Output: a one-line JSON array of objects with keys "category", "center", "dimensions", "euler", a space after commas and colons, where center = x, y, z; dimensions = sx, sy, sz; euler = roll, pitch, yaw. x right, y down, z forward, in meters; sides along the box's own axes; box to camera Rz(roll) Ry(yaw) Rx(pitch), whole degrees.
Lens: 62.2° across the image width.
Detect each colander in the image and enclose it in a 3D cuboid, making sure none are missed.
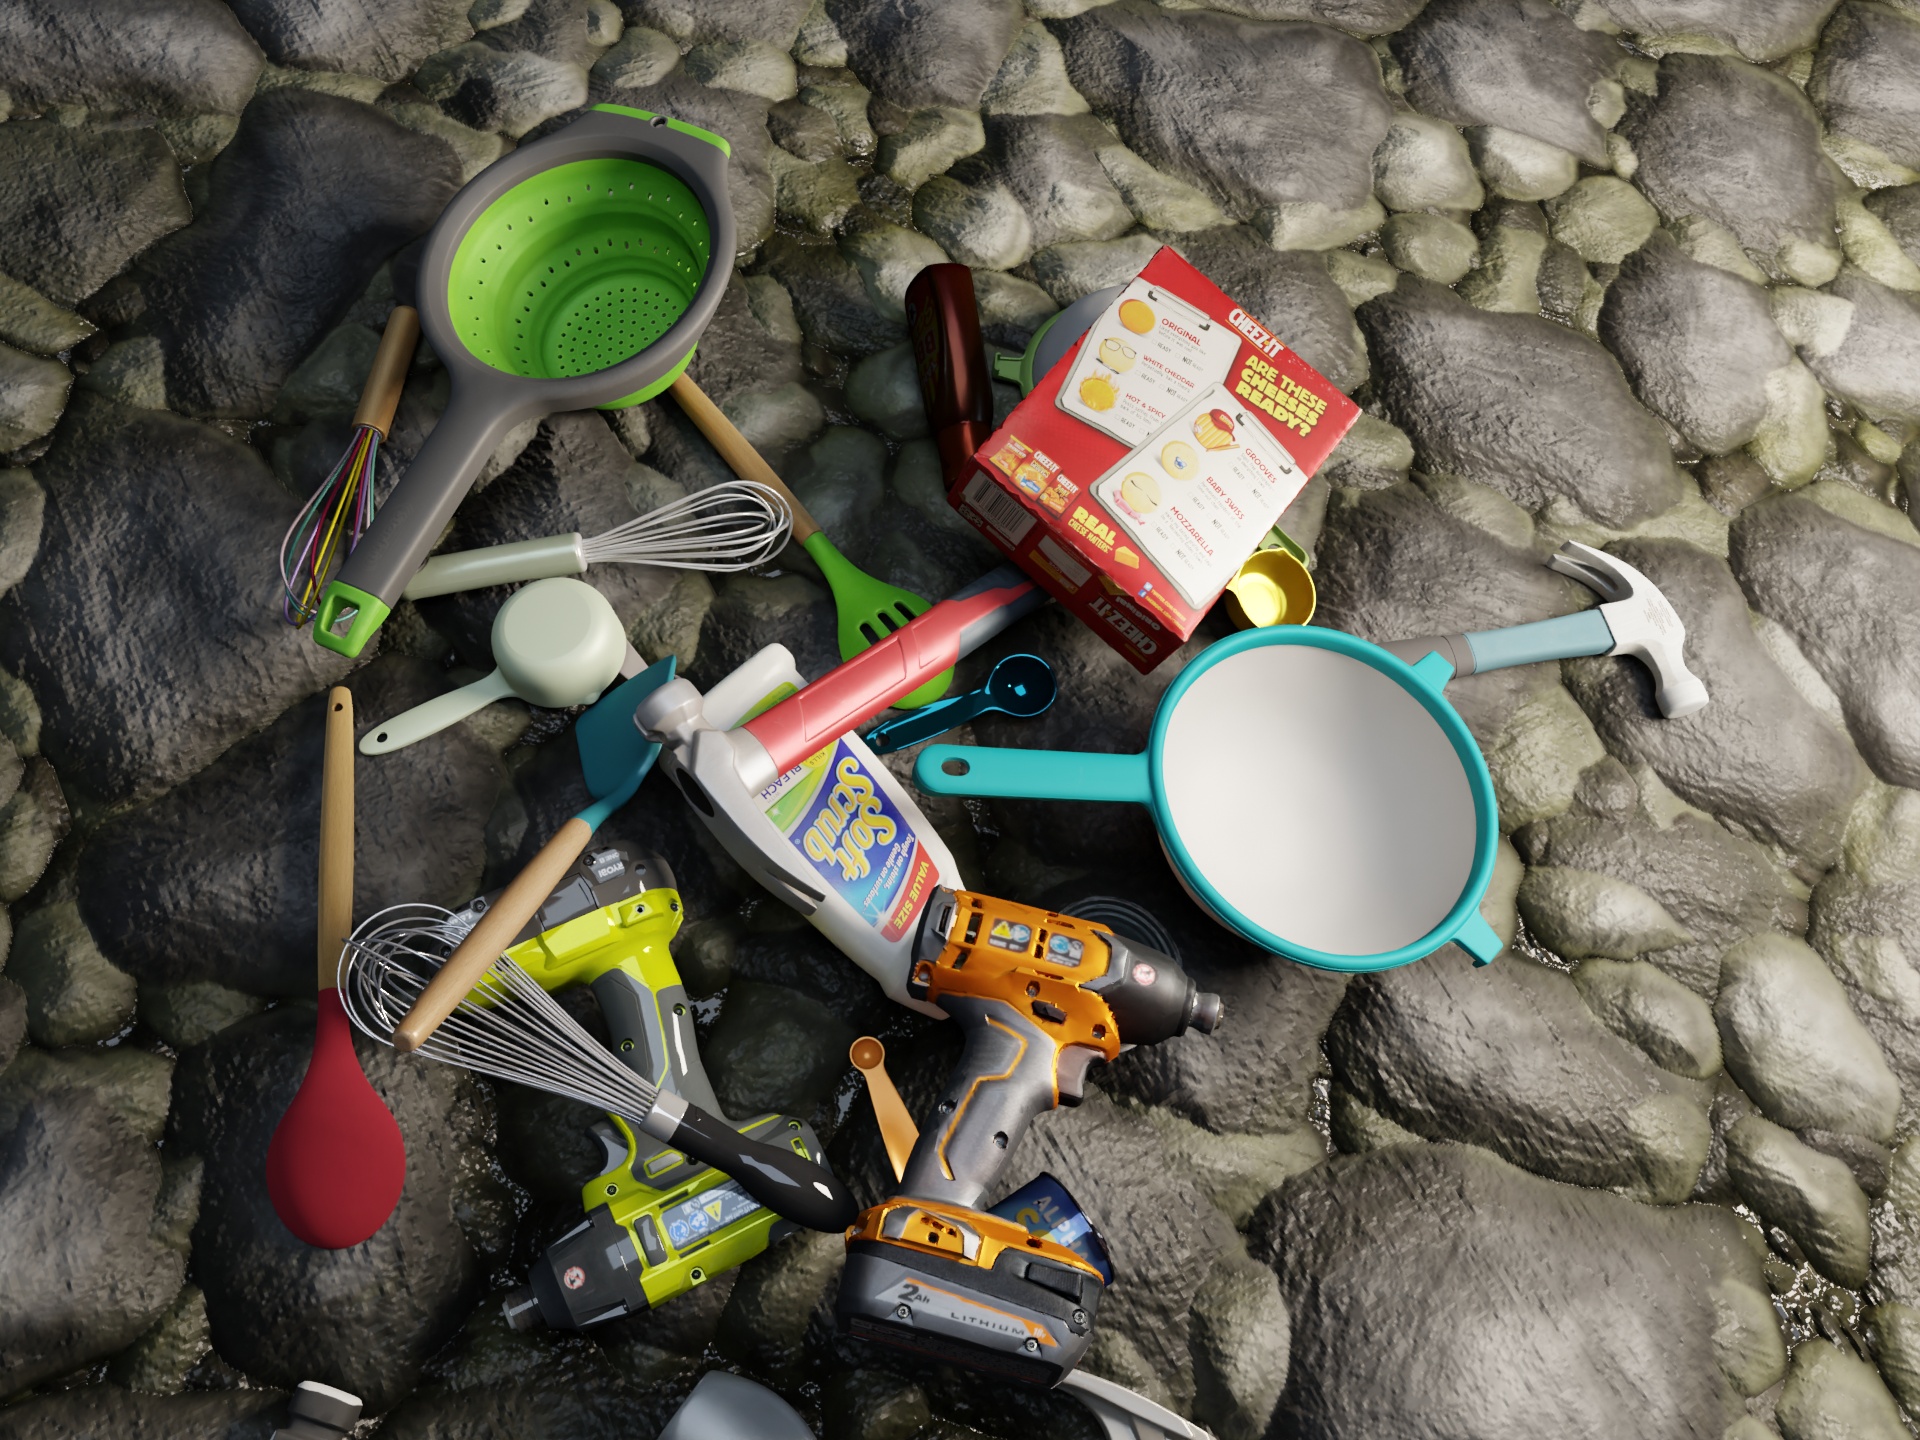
[{"category": "colander", "center": [-0.266, -0.197, 0.988], "dimensions": [0.204, 0.094, 0.397], "euler": [22, 73, 17]}]

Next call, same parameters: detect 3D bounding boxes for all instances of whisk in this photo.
[{"category": "whisk", "center": [-0.172, 0.176, 0.771], "dimensions": [0.284, 0.070, 0.070], "euler": [31, 65, -6]}, {"category": "whisk", "center": [-0.224, -0.104, 0.973], "dimensions": [0.246, 0.059, 0.058], "euler": [-10, 34, -5]}, {"category": "whisk", "center": [-0.370, -0.162, 0.985], "dimensions": [0.051, 0.047, 0.245], "euler": [8, 61, -3]}]

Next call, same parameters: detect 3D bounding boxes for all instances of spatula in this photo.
[{"category": "spatula", "center": [-0.212, 0.061, 0.805], "dimensions": [0.044, 0.082, 0.318], "euler": [53, 23, -15]}]

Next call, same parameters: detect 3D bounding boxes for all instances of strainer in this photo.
[{"category": "strainer", "center": [0.135, 0.052, 0.921], "dimensions": [0.340, 0.095, 0.211], "euler": [4, 64, -11]}, {"category": "strainer", "center": [0.150, -0.202, 1.060], "dimensions": [0.151, 0.069, 0.256], "euler": [-32, 72, -20]}]

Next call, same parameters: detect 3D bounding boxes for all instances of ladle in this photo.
[{"category": "ladle", "center": [-0.340, 0.123, 0.868], "dimensions": [0.069, 0.031, 0.316], "euler": [-5, 65, -10]}]

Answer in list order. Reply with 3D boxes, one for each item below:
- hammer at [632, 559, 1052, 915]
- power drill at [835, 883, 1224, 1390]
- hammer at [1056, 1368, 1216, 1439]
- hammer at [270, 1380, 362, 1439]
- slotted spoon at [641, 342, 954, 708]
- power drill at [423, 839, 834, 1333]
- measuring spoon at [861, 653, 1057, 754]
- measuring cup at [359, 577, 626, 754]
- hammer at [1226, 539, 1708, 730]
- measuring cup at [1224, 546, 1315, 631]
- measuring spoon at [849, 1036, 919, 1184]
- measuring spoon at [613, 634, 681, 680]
[{"category": "hammer", "center": [0.002, -0.040, 0.939], "dimensions": [0.386, 0.038, 0.143], "euler": [-34, 81, -34]}, {"category": "power drill", "center": [0.037, 0.200, 0.785], "dimensions": [0.164, 0.084, 0.227], "euler": [13, 58, 4]}, {"category": "hammer", "center": [0.023, 0.495, 0.741], "dimensions": [0.149, 0.036, 0.359], "euler": [25, 64, 4]}, {"category": "hammer", "center": [-0.179, 0.425, 0.746], "dimensions": [0.337, 0.034, 0.127], "euler": [18, 64, 0]}, {"category": "slotted spoon", "center": [-0.112, -0.133, 1.017], "dimensions": [0.070, 0.031, 0.314], "euler": [-35, 73, -18]}, {"category": "power drill", "center": [-0.185, 0.191, 0.831], "dimensions": [0.171, 0.080, 0.223], "euler": [-23, 74, -18]}, {"category": "measuring spoon", "center": [-0.002, -0.003, 0.981], "dimensions": [0.128, 0.021, 0.042], "euler": [-21, 71, -7]}, {"category": "measuring cup", "center": [-0.278, -0.028, 0.933], "dimensions": [0.167, 0.038, 0.083], "euler": [-29, 65, -14]}, {"category": "hammer", "center": [0.315, -0.039, 1.029], "dimensions": [0.331, 0.033, 0.128], "euler": [-9, 68, -12]}, {"category": "measuring cup", "center": [0.151, -0.092, 1.012], "dimensions": [0.156, 0.029, 0.062], "euler": [16, 73, -12]}, {"category": "measuring spoon", "center": [-0.033, 0.229, 0.872], "dimensions": [0.021, 0.011, 0.117], "euler": [-19, 73, -17]}, {"category": "measuring spoon", "center": [-0.208, -0.039, 0.969], "dimensions": [0.034, 0.018, 0.124], "euler": [-40, 70, -16]}]
